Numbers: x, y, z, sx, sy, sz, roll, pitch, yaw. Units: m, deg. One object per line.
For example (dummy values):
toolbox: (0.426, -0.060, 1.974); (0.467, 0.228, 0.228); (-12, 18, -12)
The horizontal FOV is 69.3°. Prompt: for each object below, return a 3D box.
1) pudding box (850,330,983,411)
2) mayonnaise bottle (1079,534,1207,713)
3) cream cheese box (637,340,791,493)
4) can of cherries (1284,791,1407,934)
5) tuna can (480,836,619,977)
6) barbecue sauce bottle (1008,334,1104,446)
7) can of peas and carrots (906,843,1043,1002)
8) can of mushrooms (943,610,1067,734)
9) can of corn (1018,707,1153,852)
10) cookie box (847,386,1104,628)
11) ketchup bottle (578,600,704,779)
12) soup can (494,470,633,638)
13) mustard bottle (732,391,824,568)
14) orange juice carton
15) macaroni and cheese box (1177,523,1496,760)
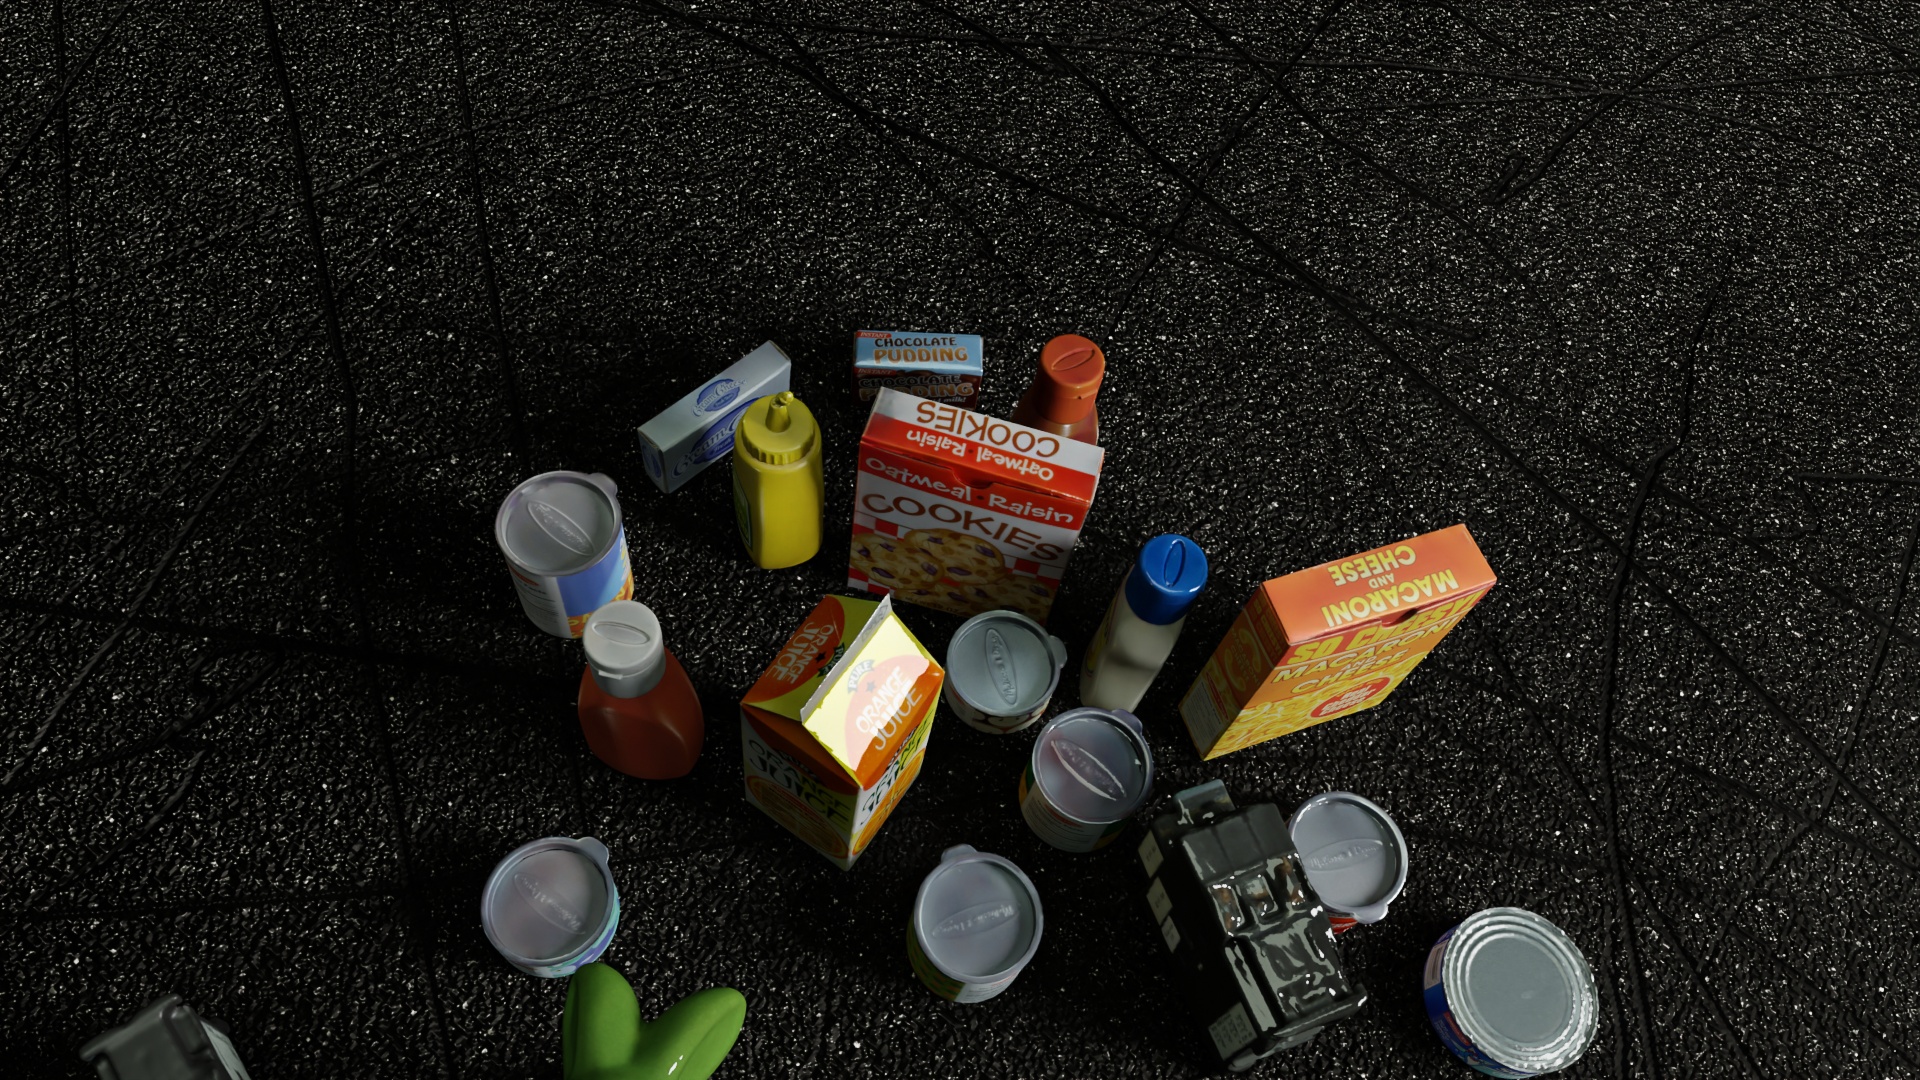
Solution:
pudding box: (-0.028, -0.110, 0.899); (0.084, 0.049, 0.030); (2, 61, -6)
mayonnaise bottle: (0.101, 0.046, 0.773); (0.041, 0.147, 0.065); (17, 61, 2)
cream cheese box: (-0.151, -0.076, 0.862); (0.104, 0.053, 0.024); (-39, 73, -24)
can of cherries: (0.203, 0.181, 0.763); (0.071, 0.058, 0.072); (3, 61, -6)
tuna can: (-0.210, 0.188, 0.720); (0.071, 0.032, 0.071); (3, 61, -6)
barbecue sauce bottle: (0.054, -0.064, 0.828); (0.065, 0.147, 0.044); (-25, 68, -19)
can of peas and carrots: (0.005, 0.201, 0.726); (0.071, 0.058, 0.071); (3, 61, -6)
can of mushrooms: (0.025, 0.077, 0.812); (0.071, 0.033, 0.071); (3, 61, -6)
can of corn: (0.070, 0.132, 0.773); (0.071, 0.058, 0.071); (3, 61, -6)
cookie box: (0.003, -0.010, 0.780); (0.123, 0.166, 0.040); (15, 61, 1)
ketchup bottle: (-0.168, 0.079, 0.719); (0.065, 0.148, 0.044); (14, 61, 1)
soup can: (-0.220, 0.008, 0.789); (0.071, 0.083, 0.071); (3, 61, -6)
mustard bottle: (-0.104, -0.041, 0.788); (0.049, 0.159, 0.065); (-14, 64, -14)
orange juice carton: (-0.061, 0.094, 0.700); (0.073, 0.191, 0.072); (33, 63, 10)
macaroni and cheese box: (0.202, 0.061, 0.768); (0.124, 0.165, 0.040); (-15, 65, -15)
